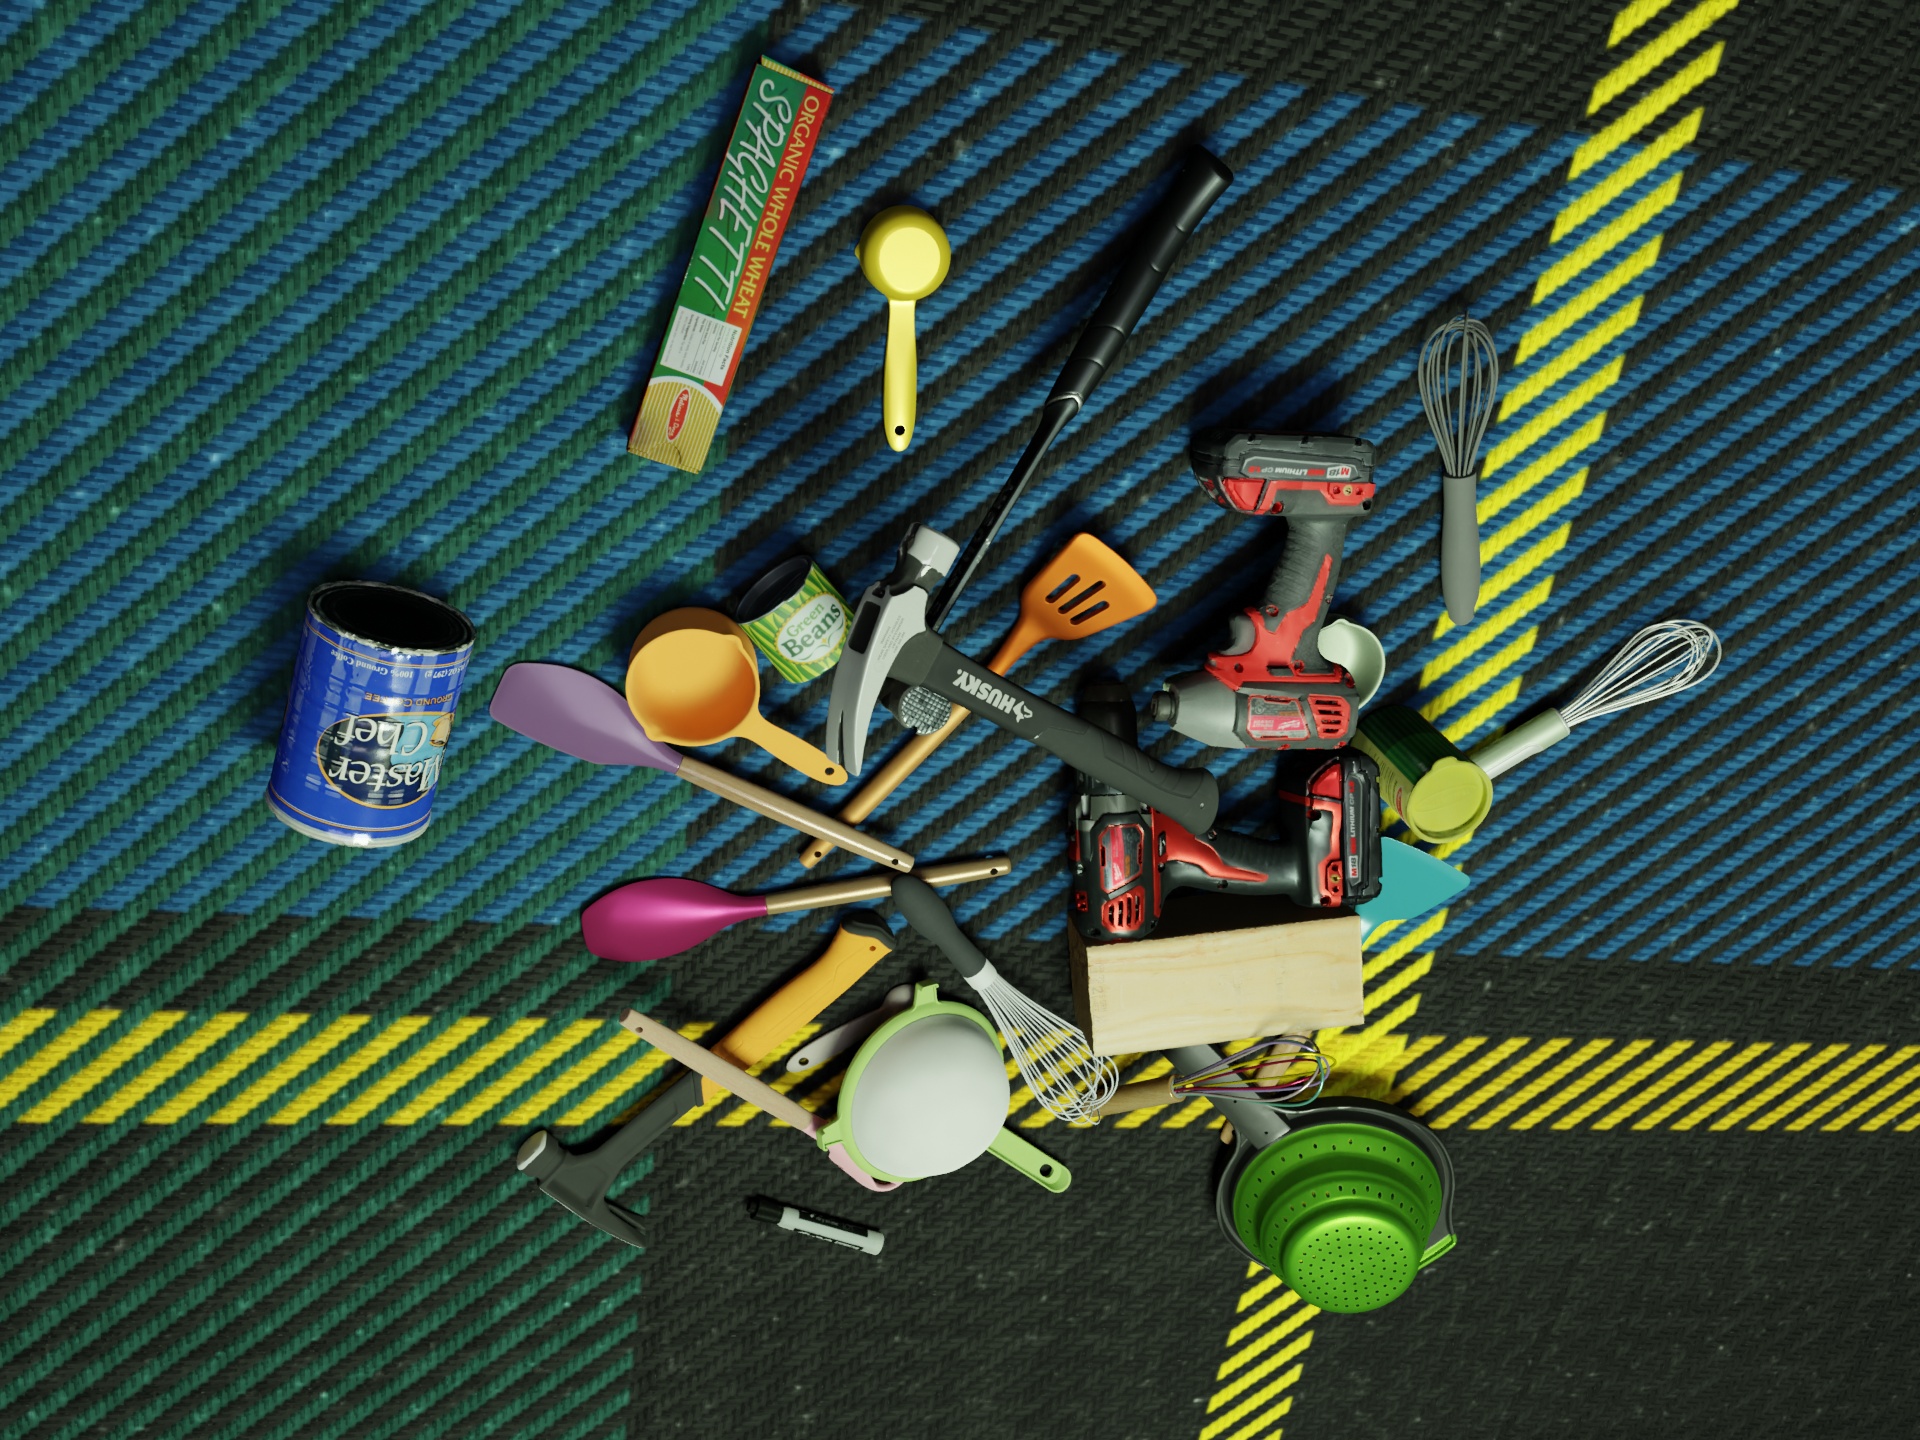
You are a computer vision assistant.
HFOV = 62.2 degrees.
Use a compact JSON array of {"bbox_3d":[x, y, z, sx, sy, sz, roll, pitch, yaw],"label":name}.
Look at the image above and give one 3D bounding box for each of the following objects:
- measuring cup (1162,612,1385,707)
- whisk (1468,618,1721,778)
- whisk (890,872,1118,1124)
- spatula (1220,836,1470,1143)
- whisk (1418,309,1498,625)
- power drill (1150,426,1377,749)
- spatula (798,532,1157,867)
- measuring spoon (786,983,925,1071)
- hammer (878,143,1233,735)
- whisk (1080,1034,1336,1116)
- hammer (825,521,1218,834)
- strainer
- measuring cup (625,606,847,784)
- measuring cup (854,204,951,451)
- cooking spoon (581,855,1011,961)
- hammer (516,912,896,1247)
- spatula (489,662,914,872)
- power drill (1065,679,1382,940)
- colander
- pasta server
[{"bbox_3d":[0.225,-0.038,1.164,0.167,0.038,0.083,-5,115,-8],"label":"measuring cup"},{"bbox_3d":[0.471,-0.003,1.229,0.246,0.059,0.057,-33,144,8],"label":"whisk"},{"bbox_3d":[0.032,0.214,1.222,0.070,0.070,0.284,-36,116,5],"label":"whisk"},{"bbox_3d":[0.295,0.229,1.299,0.082,0.044,0.317,26,109,-5],"label":"spatula"},{"bbox_3d":[0.354,-0.172,1.125,0.055,0.055,0.238,-14,120,-5],"label":"whisk"},{"bbox_3d":[0.206,-0.087,1.090,0.143,0.079,0.219,0,104,-8],"label":"power drill"},{"bbox_3d":[-0.002,-0.004,1.129,0.081,0.041,0.322,40,102,-25],"label":"spatula"},{"bbox_3d":[-0.081,0.246,1.240,0.124,0.018,0.034,-29,117,2],"label":"measuring spoon"},{"bbox_3d":[0.055,-0.186,1.027,0.036,0.149,0.409,29,96,-23],"label":"hammer"},{"bbox_3d":[0.188,0.284,1.234,0.047,0.245,0.051,-10,79,-46],"label":"whisk"},{"bbox_3d":[0.055,0.010,1.012,0.334,0.035,0.146,27,90,-40],"label":"hammer"},{"bbox_3d":[0.018,0.326,1.251,0.256,0.069,0.151,41,80,-33],"label":"strainer"},{"bbox_3d":[-0.148,-0.012,1.087,0.173,0.052,0.095,34,109,-26],"label":"measuring cup"},{"bbox_3d":[-0.036,-0.246,1.015,0.062,0.029,0.156,-2,113,-11],"label":"measuring cup"},{"bbox_3d":[-0.119,0.132,1.179,0.319,0.017,0.068,-9,117,-8],"label":"cooking spoon"},{"bbox_3d":[-0.177,0.269,1.221,0.337,0.034,0.127,-41,115,8],"label":"hammer"},{"bbox_3d":[-0.173,0.039,1.114,0.315,0.018,0.059,26,106,-15],"label":"spatula"},{"bbox_3d":[0.187,0.060,1.168,0.226,0.080,0.188,-3,94,-10],"label":"power drill"},{"bbox_3d":[0.264,0.366,1.300,0.204,0.095,0.396,-38,109,18],"label":"colander"},{"bbox_3d":[-0.138,0.288,1.207,0.060,0.040,0.316,-45,124,7],"label":"pasta server"}]
